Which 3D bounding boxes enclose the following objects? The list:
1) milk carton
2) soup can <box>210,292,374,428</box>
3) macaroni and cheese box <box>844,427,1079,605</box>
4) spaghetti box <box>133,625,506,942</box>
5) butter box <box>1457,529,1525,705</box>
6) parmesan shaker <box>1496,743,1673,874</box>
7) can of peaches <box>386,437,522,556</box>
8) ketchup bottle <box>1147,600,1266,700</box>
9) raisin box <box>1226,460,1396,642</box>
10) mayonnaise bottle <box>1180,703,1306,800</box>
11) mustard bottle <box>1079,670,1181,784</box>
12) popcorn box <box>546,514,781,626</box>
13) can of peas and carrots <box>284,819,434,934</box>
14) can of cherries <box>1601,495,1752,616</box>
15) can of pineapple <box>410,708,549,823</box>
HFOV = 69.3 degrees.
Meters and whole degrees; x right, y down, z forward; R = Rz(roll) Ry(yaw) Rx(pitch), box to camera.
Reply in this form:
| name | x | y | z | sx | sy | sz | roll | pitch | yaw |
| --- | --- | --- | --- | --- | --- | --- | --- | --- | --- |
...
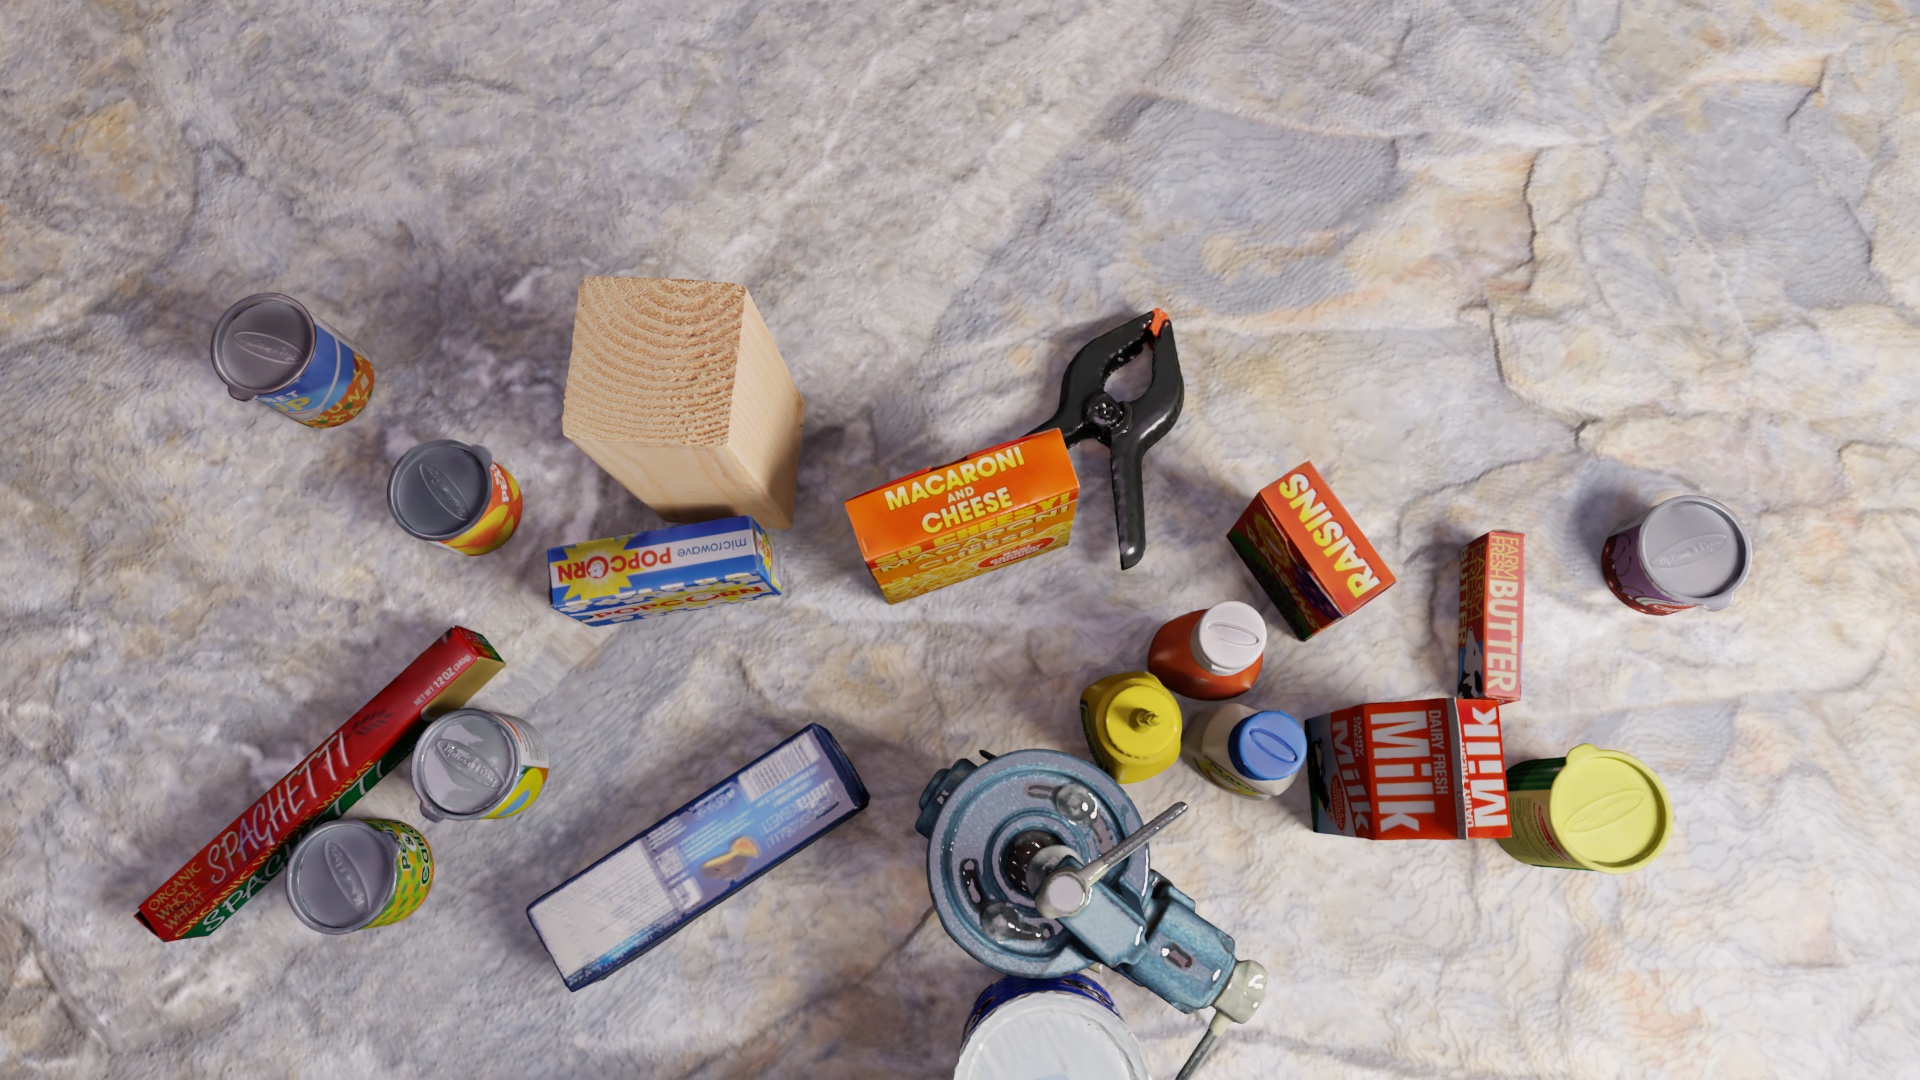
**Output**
| name | x | y | z | sx | sy | sz | roll | pitch | yaw |
| --- | --- | --- | --- | --- | --- | --- | --- | --- | --- |
| milk carton | 0.247 | 0.127 | 0.766 | 0.073 | 0.190 | 0.072 | -2 | 79 | 2 |
| soup can | -0.428 | -0.111 | 0.893 | 0.071 | 0.083 | 0.071 | 0 | 79 | 2 |
| macaroni and cheese box | 0.003 | -0.010 | 0.816 | 0.124 | 0.166 | 0.040 | -19 | 79 | -2 |
| spaghetti box | -0.389 | 0.149 | 0.855 | 0.250 | 0.050 | 0.029 | -43 | 80 | -7 |
| butter box | 0.325 | 0.048 | 0.850 | 0.024 | 0.053 | 0.103 | 5 | 79 | 3 |
| parmesan shaker | 0.353 | 0.154 | 0.802 | 0.071 | 0.103 | 0.071 | 0 | 79 | 2 |
| can of peaches | -0.319 | -0.028 | 0.885 | 0.071 | 0.058 | 0.071 | 0 | 79 | 2 |
| ketchup bottle | 0.146 | 0.064 | 0.804 | 0.065 | 0.148 | 0.043 | 16 | 80 | 5 |
| raisin box | 0.205 | 0.009 | 0.827 | 0.040 | 0.123 | 0.086 | -32 | 79 | -4 |
| mayonnaise bottle | 0.164 | 0.120 | 0.792 | 0.065 | 0.148 | 0.041 | 32 | 82 | 8 |
| mustard bottle | 0.098 | 0.104 | 0.792 | 0.049 | 0.160 | 0.065 | -18 | 79 | -1 |
| popcorn box | -0.180 | 0.020 | 0.857 | 0.127 | 0.085 | 0.038 | -10 | 79 | 0 |
| can of peas and carrots | -0.359 | 0.200 | 0.839 | 0.071 | 0.058 | 0.071 | 0 | 79 | 2 |
| can of cherries | 0.438 | 0.013 | 0.851 | 0.071 | 0.058 | 0.071 | 0 | 79 | 2 |
| can of pineapple | -0.294 | 0.139 | 0.850 | 0.071 | 0.057 | 0.071 | 0 | 79 | 2 |
